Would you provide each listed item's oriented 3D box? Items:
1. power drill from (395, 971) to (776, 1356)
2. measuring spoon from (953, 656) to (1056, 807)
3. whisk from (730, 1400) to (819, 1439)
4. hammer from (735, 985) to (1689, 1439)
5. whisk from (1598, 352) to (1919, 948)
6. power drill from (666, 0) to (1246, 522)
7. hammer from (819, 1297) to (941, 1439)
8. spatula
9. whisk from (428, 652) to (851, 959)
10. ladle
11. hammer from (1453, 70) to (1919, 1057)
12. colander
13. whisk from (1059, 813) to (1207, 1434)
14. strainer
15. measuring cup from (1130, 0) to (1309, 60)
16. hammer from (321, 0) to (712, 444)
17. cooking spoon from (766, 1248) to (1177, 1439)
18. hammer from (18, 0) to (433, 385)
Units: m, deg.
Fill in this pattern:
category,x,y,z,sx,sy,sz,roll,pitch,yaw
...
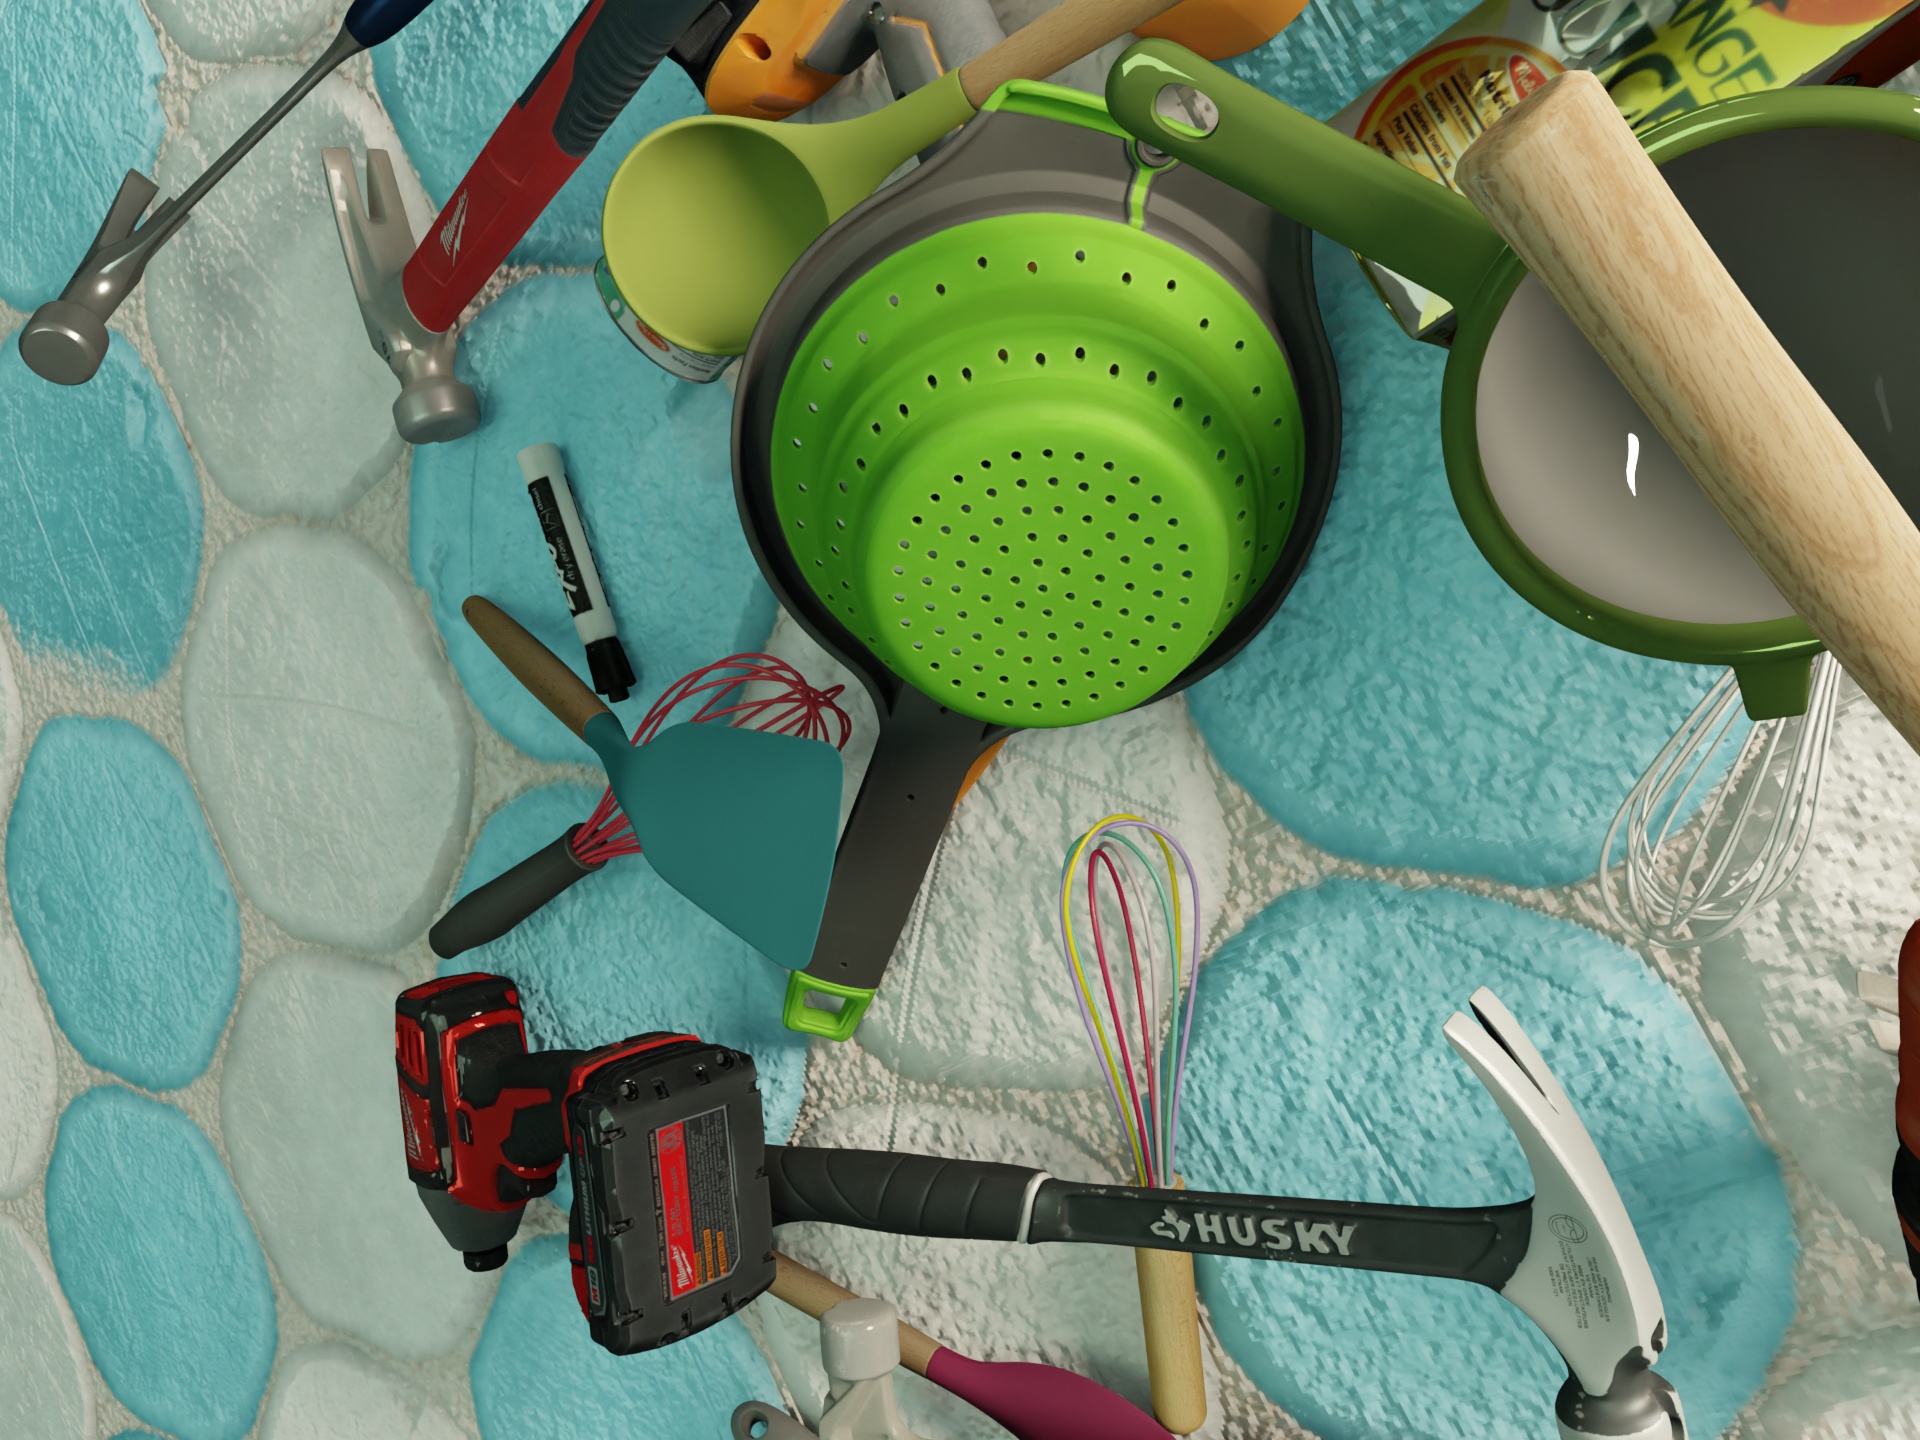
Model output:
category,x,y,z,sx,sy,sz,roll,pitch,yaw
power drill,-0.182,0.197,0.714,0.220,0.078,0.143,1,97,45
measuring spoon,0.000,0.015,0.635,0.021,0.011,0.117,49,117,15
whisk,-0.009,0.363,0.677,0.239,0.055,0.055,26,110,29
hammer,0.040,0.176,0.583,0.409,0.036,0.149,-10,98,41
whisk,0.253,-0.043,0.462,0.059,0.058,0.246,17,104,-9
power drill,-0.021,-0.195,0.580,0.185,0.084,0.226,-39,82,30
hammer,0.113,0.294,0.571,0.359,0.036,0.149,-6,91,24
spatula,-0.143,-0.003,0.642,0.318,0.044,0.082,32,116,52
whisk,-0.155,0.049,0.705,0.296,0.073,0.073,-31,82,35
ladle,0.023,-0.202,0.482,0.320,0.062,0.078,-20,113,27
hammer,0.234,-0.020,0.399,0.130,0.031,0.331,-36,107,32
colander,-0.001,-0.002,0.547,0.204,0.095,0.396,16,123,-9
whisk,0.068,0.155,0.601,0.051,0.047,0.245,-2,100,29
strainer,0.158,-0.118,0.420,0.256,0.069,0.151,27,126,0
measuring cup,0.060,-0.307,0.527,0.095,0.052,0.173,-26,86,31
hammer,-0.158,-0.239,0.601,0.386,0.038,0.143,-21,85,51
cooking spoon,-0.032,0.265,0.684,0.319,0.017,0.068,18,124,29
hammer,-0.273,-0.304,0.707,0.405,0.035,0.144,-31,40,23
